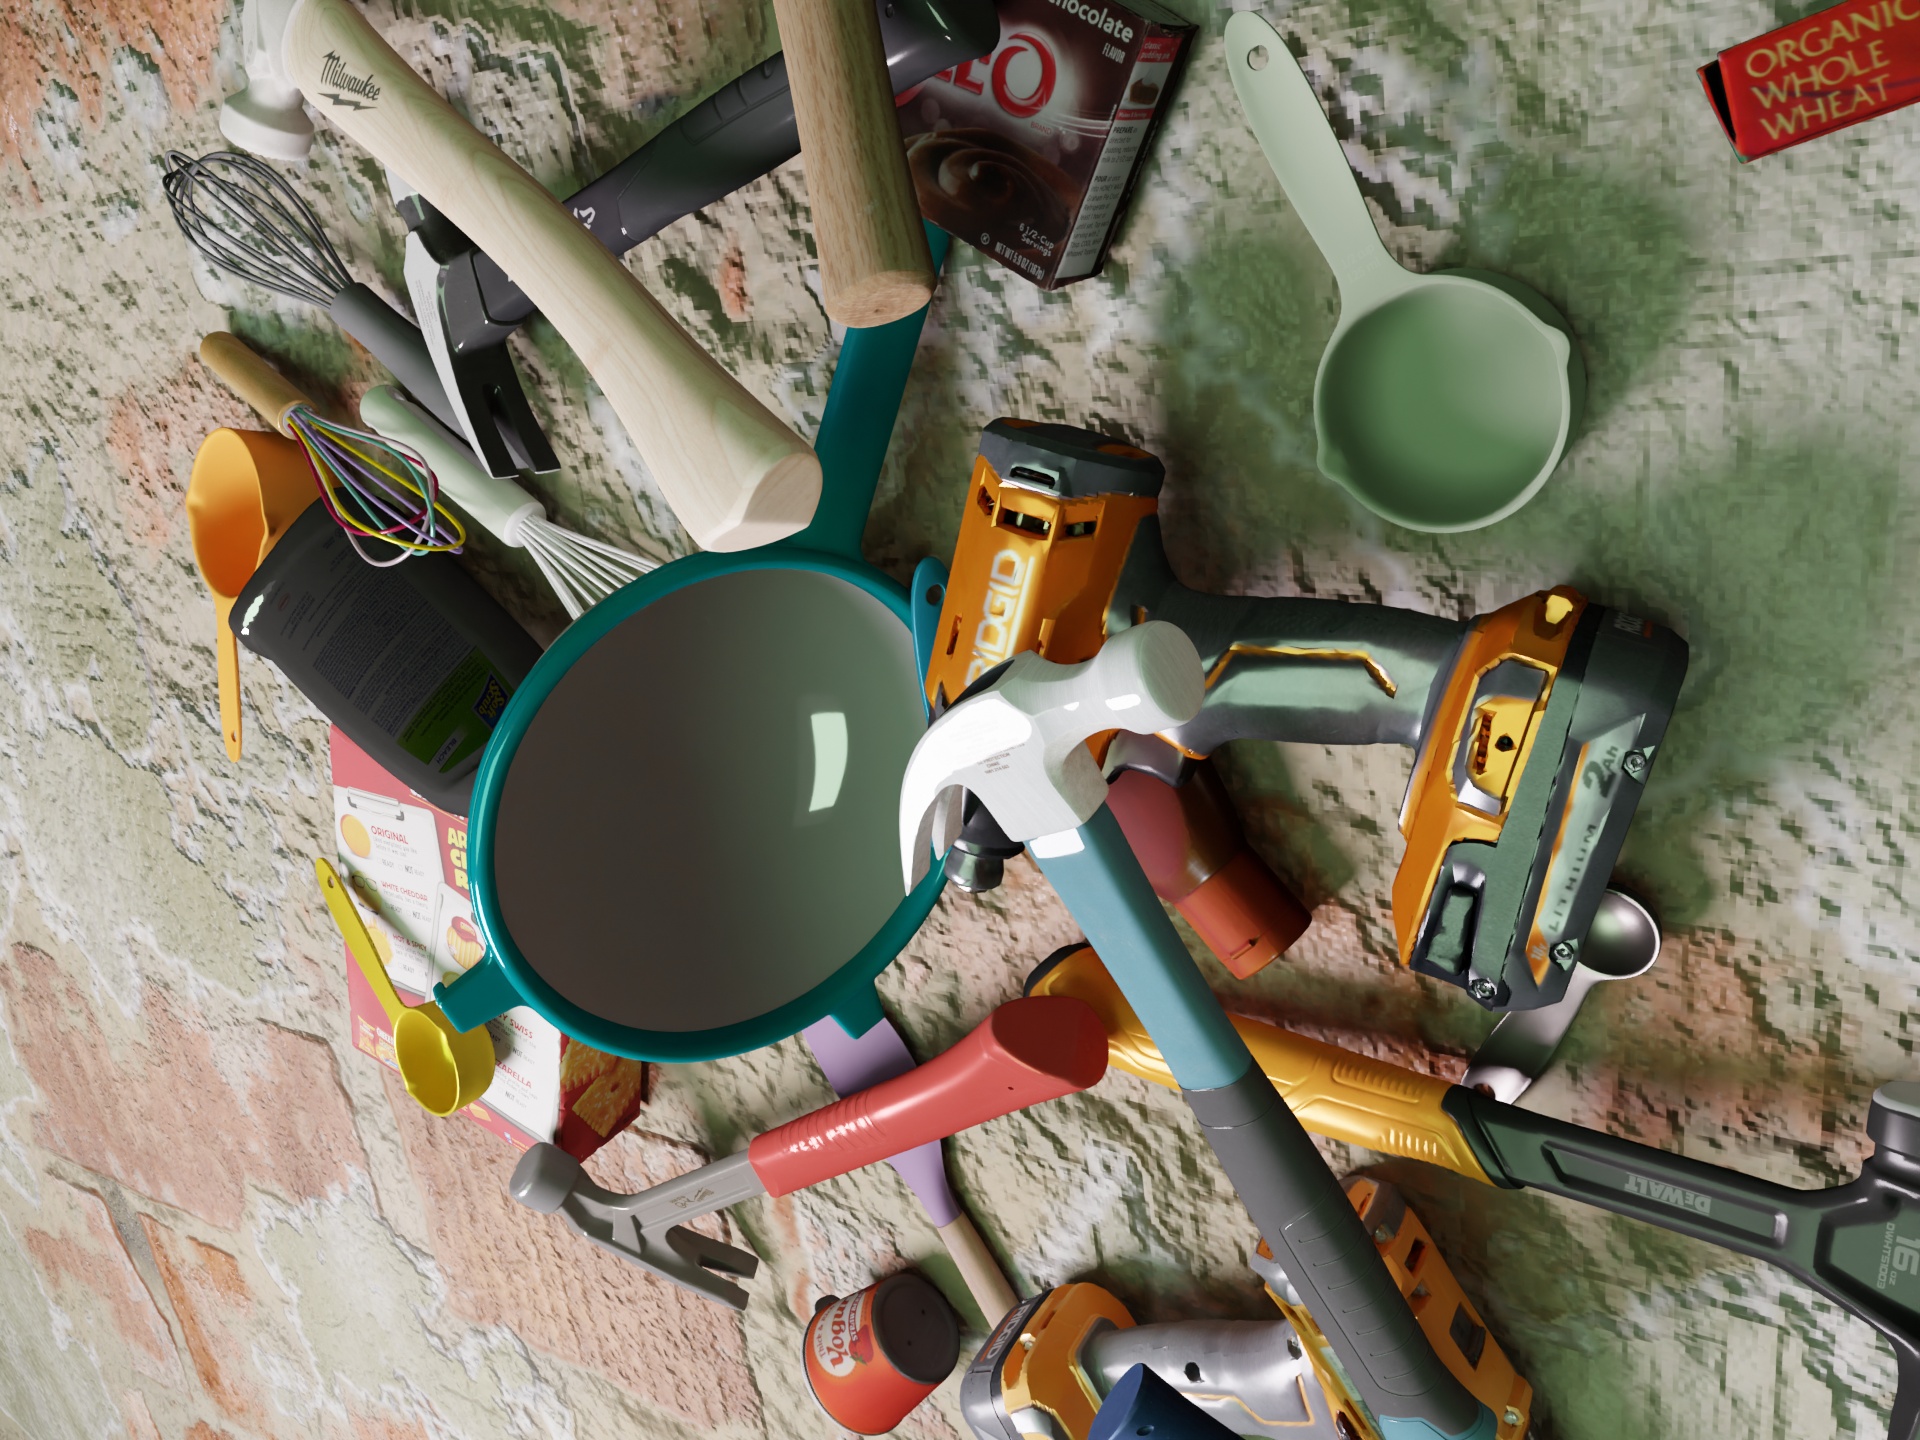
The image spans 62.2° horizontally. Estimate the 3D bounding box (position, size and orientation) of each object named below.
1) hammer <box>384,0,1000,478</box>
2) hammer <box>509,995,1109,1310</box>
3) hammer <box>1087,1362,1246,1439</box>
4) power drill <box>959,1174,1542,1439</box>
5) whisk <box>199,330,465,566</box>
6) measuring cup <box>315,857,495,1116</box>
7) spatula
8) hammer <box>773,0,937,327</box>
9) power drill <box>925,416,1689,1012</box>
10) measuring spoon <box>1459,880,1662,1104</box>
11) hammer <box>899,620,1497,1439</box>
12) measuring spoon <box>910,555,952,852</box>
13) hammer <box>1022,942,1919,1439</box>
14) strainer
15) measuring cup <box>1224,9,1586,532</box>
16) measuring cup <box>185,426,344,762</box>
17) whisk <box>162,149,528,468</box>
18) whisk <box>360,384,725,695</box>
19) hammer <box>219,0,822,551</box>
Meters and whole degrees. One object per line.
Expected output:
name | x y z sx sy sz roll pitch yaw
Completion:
hammer | -0.112 -0.193 0.591 0.335 0.035 0.146 -9 97 45
hammer | -0.061 0.200 0.724 0.149 0.037 0.359 36 135 -24
hammer | 0.231 0.355 0.573 0.405 0.035 0.144 32 126 3
power drill | 0.131 0.298 0.653 0.226 0.084 0.185 -33 92 36
whisk | -0.311 -0.137 0.762 0.245 0.047 0.051 36 145 34
measuring cup | -0.286 0.130 0.818 0.157 0.029 0.062 54 130 19
spatula | 0.009 0.259 0.759 0.060 0.018 0.316 -28 92 40
hammer | -0.055 -0.278 0.480 0.130 0.031 0.331 -18 79 41
power drill | 0.093 0.008 0.513 0.226 0.084 0.164 20 108 20
measuring spoon | 0.204 0.099 0.551 0.034 0.018 0.124 35 134 20
hammer | 0.089 0.123 0.511 0.128 0.033 0.330 -16 112 43
measuring spoon | -0.001 -0.002 0.621 0.021 0.042 0.128 31 136 51
hammer | 0.161 0.147 0.561 0.337 0.034 0.127 11 101 39
strainer | -0.084 -0.038 0.623 0.095 0.210 0.340 30 106 51
measuring cup | 0.128 -0.138 0.479 0.083 0.038 0.167 -27 92 40
measuring cup | -0.358 -0.065 0.829 0.095 0.052 0.173 17 108 40
whisk | -0.286 -0.193 0.746 0.239 0.055 0.055 40 128 9
whisk | -0.195 -0.087 0.733 0.246 0.057 0.059 38 94 19
hammer | -0.173 -0.202 0.587 0.411 0.038 0.146 45 124 31
